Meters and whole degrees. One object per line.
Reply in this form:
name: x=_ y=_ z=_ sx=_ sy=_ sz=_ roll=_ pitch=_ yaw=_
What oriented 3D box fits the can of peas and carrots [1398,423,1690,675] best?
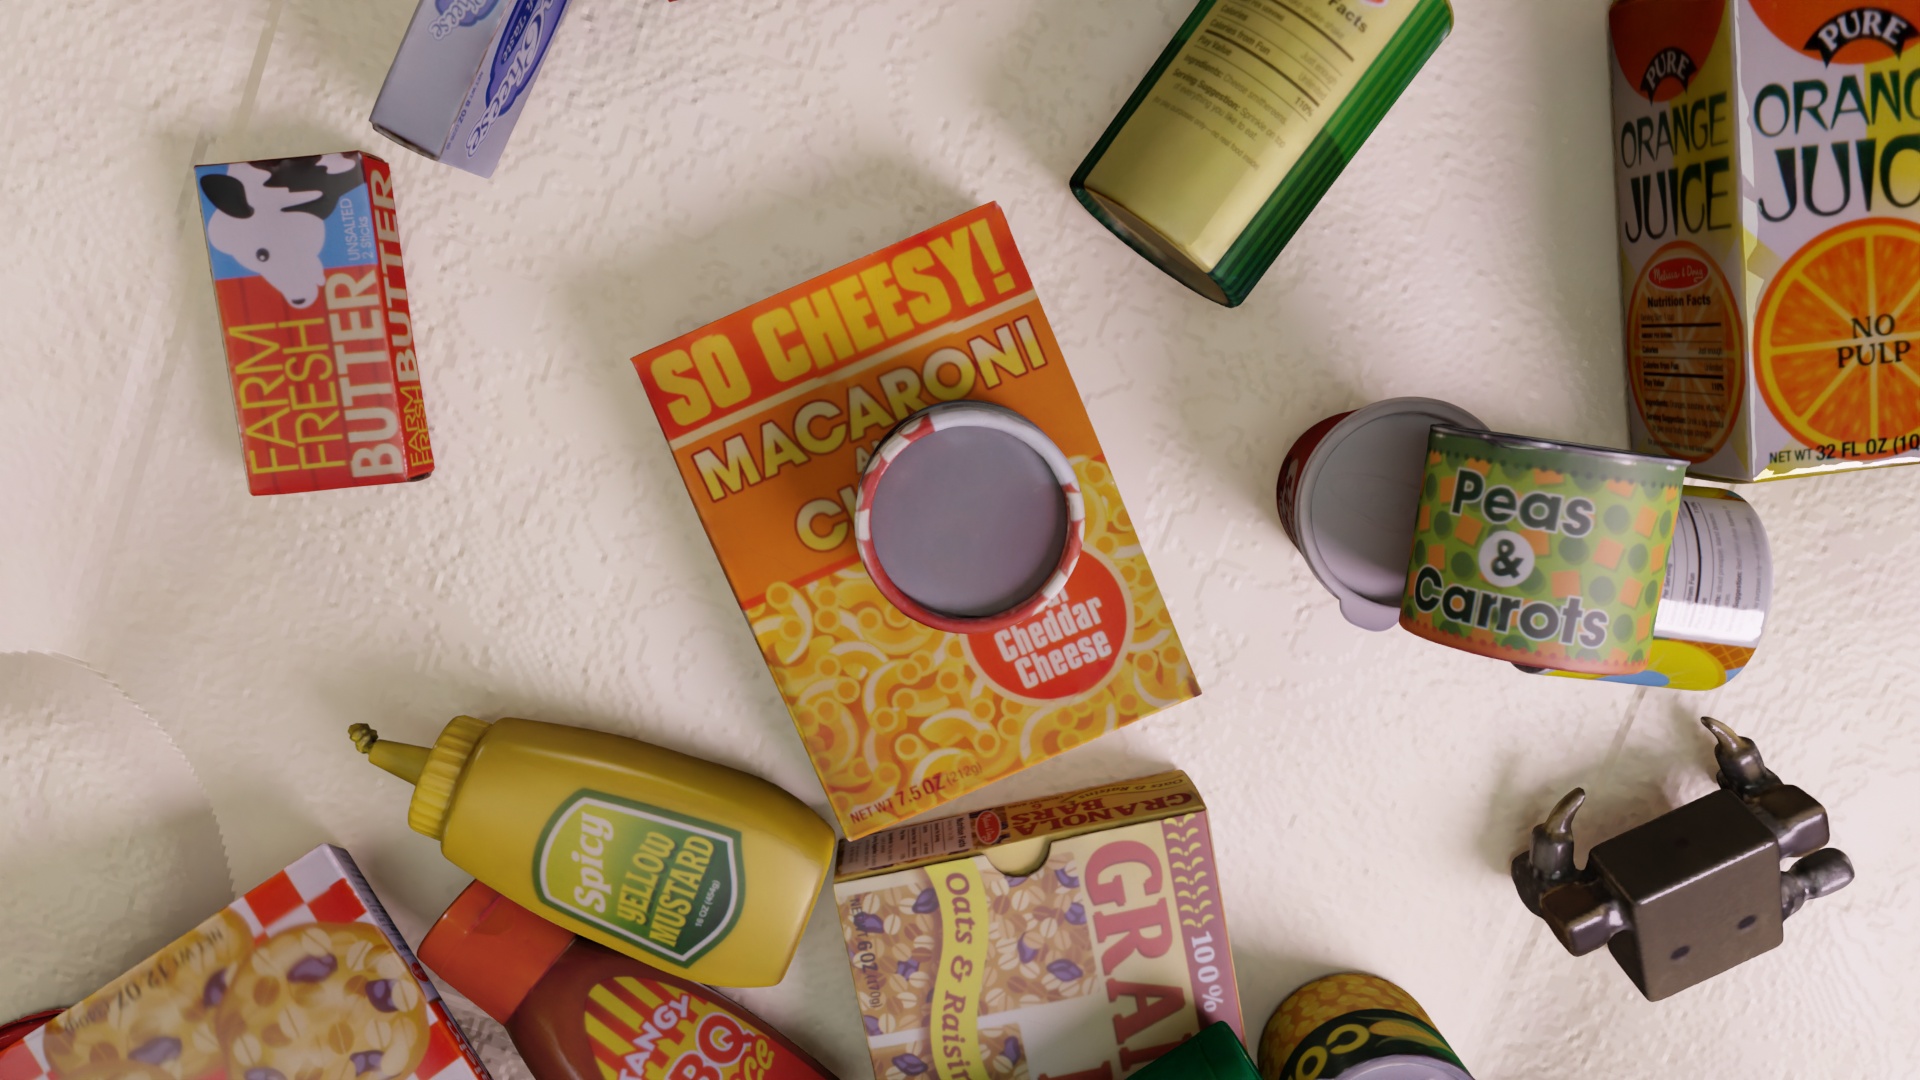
can of peas and carrots: x=0.157 y=0.001 z=0.379 sx=0.071 sy=0.071 sz=0.058 roll=7 pitch=98 yaw=-3

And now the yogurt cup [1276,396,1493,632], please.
yogurt cup: x=0.133 y=-0.013 z=0.441 sx=0.072 sy=0.054 sz=0.072 roll=0 pitch=98 yaw=-2

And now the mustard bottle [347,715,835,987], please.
mustard bottle: x=-0.123 y=0.092 z=0.449 sx=0.160 sy=0.049 sz=0.065 roll=20 pitch=95 yaw=-4

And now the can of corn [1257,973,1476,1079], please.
can of corn: x=0.136 y=0.187 z=0.465 sx=0.071 sy=0.058 sz=0.071 roll=0 pitch=98 yaw=-2

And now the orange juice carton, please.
orange juice carton: x=0.250 y=-0.118 z=0.421 sx=0.072 sy=0.073 sz=0.192 roll=-7 pitch=97 yaw=-1

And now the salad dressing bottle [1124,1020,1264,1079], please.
salad dressing bottle: x=0.029 y=0.204 z=0.432 sx=0.147 sy=0.044 sz=0.064 roll=-32 pitch=96 yaw=3

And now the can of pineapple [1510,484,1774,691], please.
can of pineapple: x=0.210 y=0.013 z=0.442 sx=0.058 sy=0.071 sz=0.071 roll=6 pitch=98 yaw=-3

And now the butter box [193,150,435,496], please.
butter box: x=-0.203 y=-0.067 z=0.438 sx=0.053 sy=0.024 sz=0.103 roll=-6 pitch=97 yaw=0

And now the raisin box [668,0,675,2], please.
raisin box: x=-0.044 y=-0.223 z=0.415 sx=0.123 sy=0.040 sz=0.086 roll=-15 pitch=97 yaw=0

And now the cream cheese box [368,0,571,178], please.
cream cheese box: x=-0.136 y=-0.161 z=0.413 sx=0.024 sy=0.053 sz=0.103 roll=26 pitch=96 yaw=-7

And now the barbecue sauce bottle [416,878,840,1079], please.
barbecue sauce bottle: x=-0.108 y=0.167 z=0.456 sx=0.148 sy=0.065 sz=0.043 roll=37 pitch=136 yaw=1

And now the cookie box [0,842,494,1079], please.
cookie box: x=-0.205 y=0.200 z=0.429 sx=0.123 sy=0.040 sz=0.167 roll=-34 pitch=84 yaw=-20

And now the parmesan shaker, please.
parmesan shaker: x=0.086 y=-0.131 z=0.419 sx=0.071 sy=0.071 sz=0.103 roll=37 pitch=96 yaw=-6

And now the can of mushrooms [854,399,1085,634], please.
can of mushrooms: x=0.001 y=-0.005 z=0.406 sx=0.071 sy=0.033 sz=0.071 roll=0 pitch=98 yaw=-3

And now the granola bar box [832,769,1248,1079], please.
granola bar box: x=0.034 y=0.173 z=0.470 sx=0.124 sy=0.039 sz=0.165 roll=-11 pitch=98 yaw=0

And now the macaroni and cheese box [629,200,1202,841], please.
macaroni and cheese box: x=-0.013 y=-0.006 z=0.444 sx=0.124 sy=0.040 sz=0.166 roll=-23 pitch=98 yaw=1
